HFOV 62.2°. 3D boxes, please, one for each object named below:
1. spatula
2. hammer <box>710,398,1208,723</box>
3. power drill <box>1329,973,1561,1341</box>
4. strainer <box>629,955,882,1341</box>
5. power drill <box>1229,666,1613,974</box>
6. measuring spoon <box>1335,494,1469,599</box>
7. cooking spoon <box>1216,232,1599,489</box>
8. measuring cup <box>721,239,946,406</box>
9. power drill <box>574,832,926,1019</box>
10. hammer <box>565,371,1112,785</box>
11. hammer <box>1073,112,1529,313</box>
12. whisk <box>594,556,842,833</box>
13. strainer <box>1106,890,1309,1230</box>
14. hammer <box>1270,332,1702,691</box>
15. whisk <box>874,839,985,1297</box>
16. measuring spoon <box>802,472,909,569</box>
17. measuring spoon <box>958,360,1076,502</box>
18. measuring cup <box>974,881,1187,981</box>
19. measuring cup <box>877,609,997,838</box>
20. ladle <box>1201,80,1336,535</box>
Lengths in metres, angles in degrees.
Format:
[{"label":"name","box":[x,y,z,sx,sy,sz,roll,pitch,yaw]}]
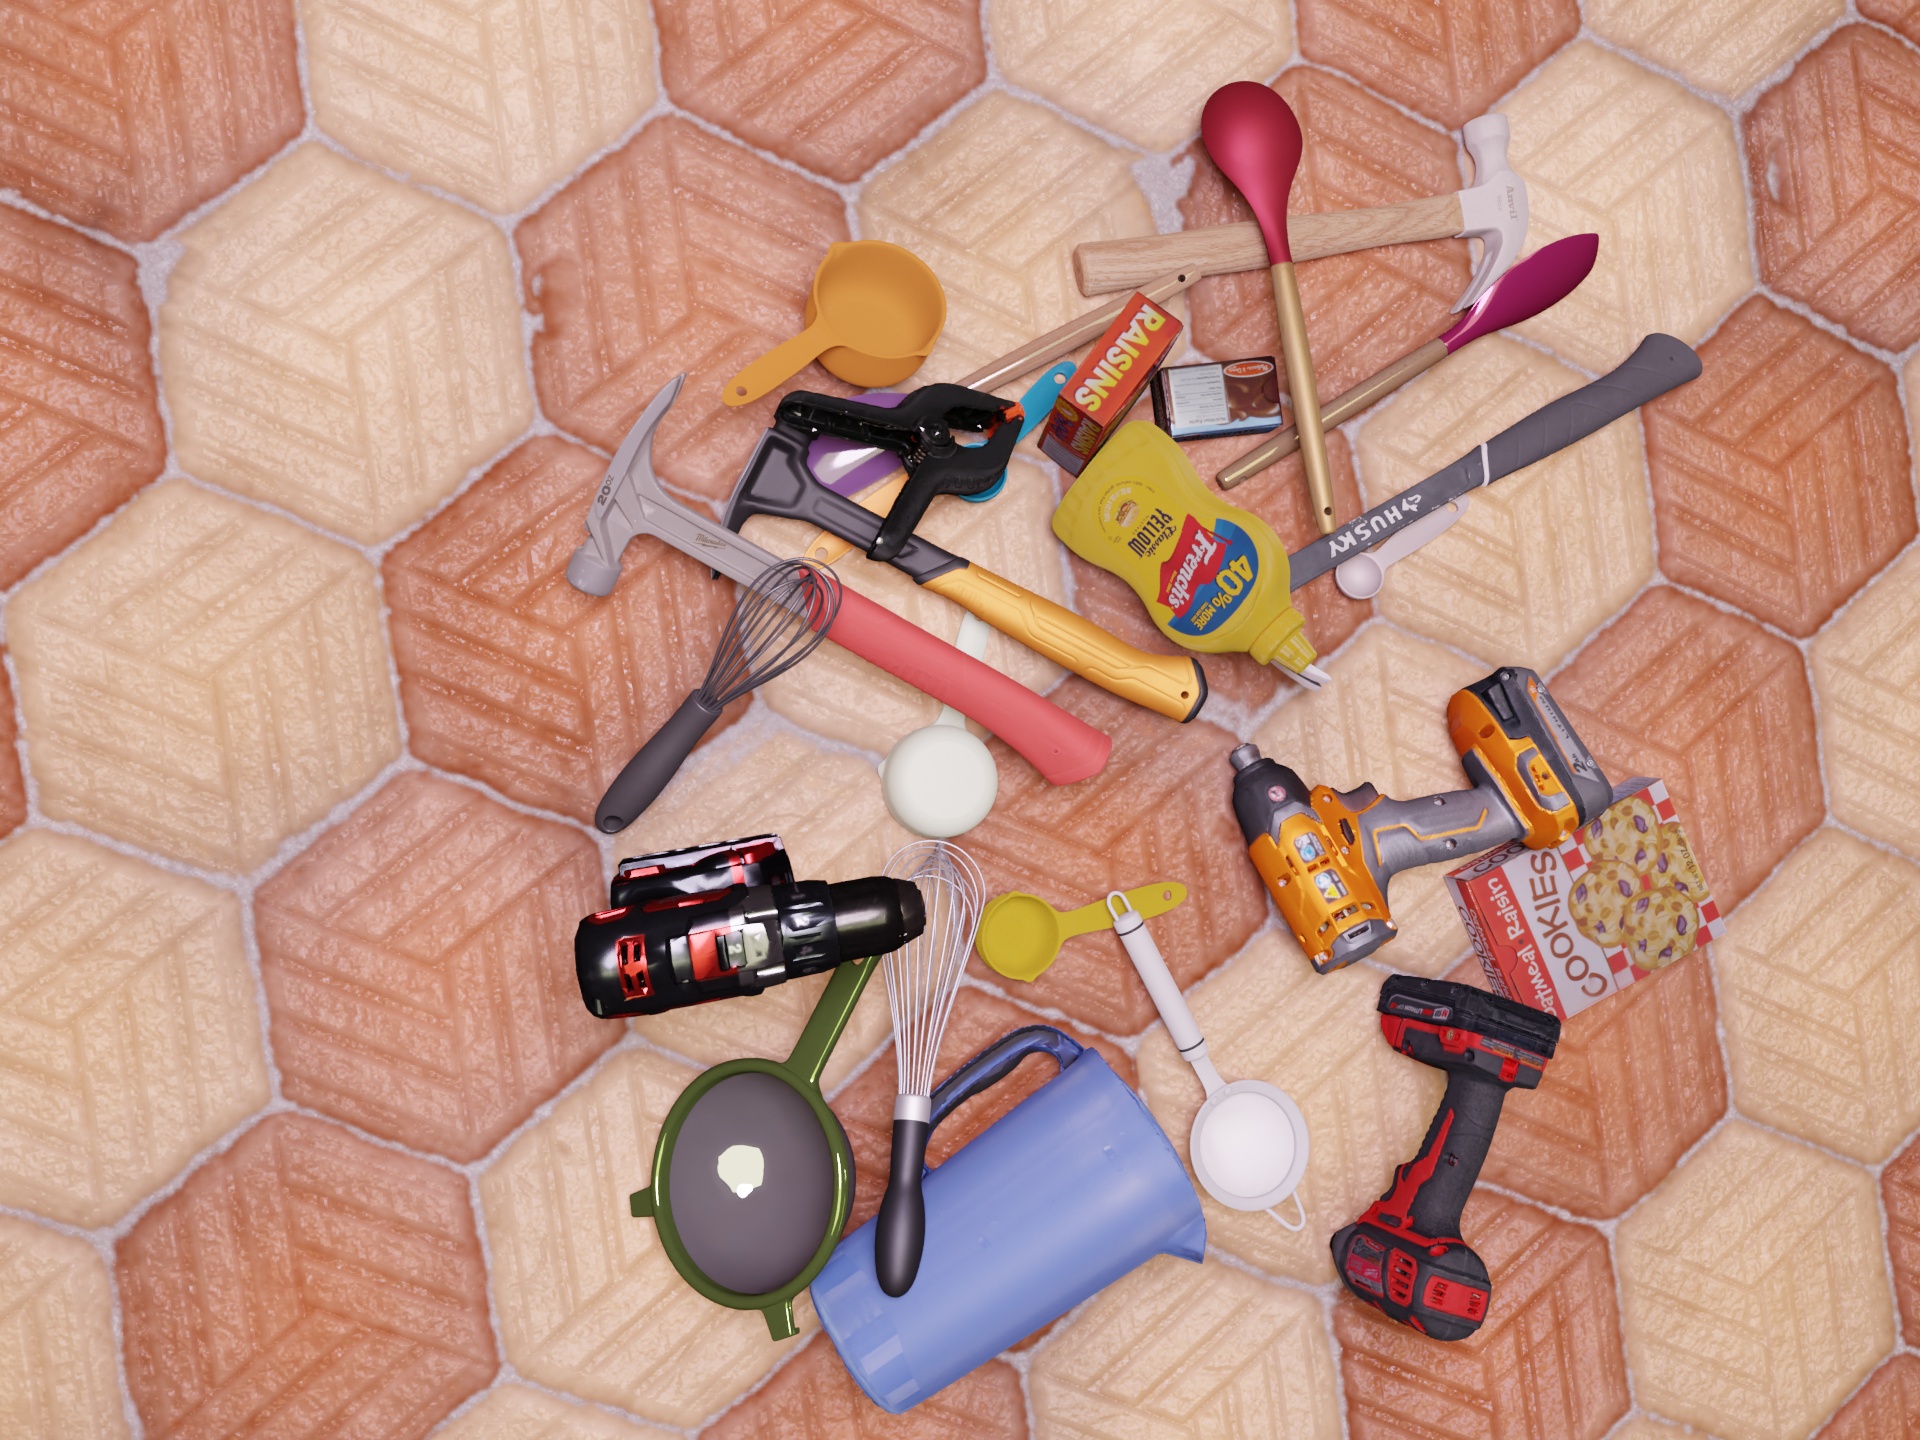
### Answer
[{"label":"spatula","box":[0.018,-0.230,1.059,0.316,0.018,0.060,-27,95,-2]},{"label":"hammer","box":[0.006,-0.079,1.041,0.337,0.034,0.127,27,91,-4]},{"label":"power drill","box":[0.313,0.289,1.067,0.078,0.143,0.220,20,80,-14]},{"label":"strainer","box":[-0.096,0.244,1.008,0.152,0.069,0.256,27,92,32]},{"label":"power drill","box":[0.302,0.052,1.083,0.226,0.084,0.164,-26,73,-6]},{"label":"measuring spoon","box":[0.313,-0.124,1.127,0.124,0.018,0.034,-35,81,-15]},{"label":"cooking spoon","box":[0.315,-0.247,1.111,0.319,0.068,0.017,-31,59,-3]},{"label":"measuring cup","box":[-0.087,-0.236,1.015,0.173,0.052,0.095,-39,86,-24]},{"label":"power drill","box":[-0.125,0.117,0.938,0.188,0.227,0.080,-9,92,-10]},{"label":"hammer","box":[-0.059,-0.068,1.000,0.359,0.037,0.149,29,109,-9]},{"label":"hammer","box":[0.240,-0.333,1.104,0.331,0.031,0.130,-11,91,-10]},{"label":"whisk","box":[-0.155,-0.010,0.985,0.055,0.055,0.239,40,112,-8]},{"label":"strainer","box":[0.162,0.228,1.078,0.087,0.050,0.258,-29,95,-17]},{"label":"hammer","box":[0.353,-0.166,1.112,0.409,0.036,0.149,-29,81,-11]},{"label":"whisk","box":[-0.026,0.211,0.998,0.070,0.070,0.285,9,68,-10]},{"label":"measuring spoon","box":[-0.059,-0.139,1.063,0.117,0.011,0.021,-40,91,-4]},{"label":"measuring spoon","box":[0.037,-0.195,1.078,0.042,0.021,0.128,38,74,7]},{"label":"measuring cup","box":[0.081,0.134,1.083,0.156,0.029,0.062,-12,93,-22]},{"label":"measuring cup","box":[-0.002,-0.003,1.056,0.083,0.038,0.167,14,86,-10]},{"label":"ladle","box":[0.218,-0.280,1.068,0.069,0.031,0.315,-10,90,-8]}]
